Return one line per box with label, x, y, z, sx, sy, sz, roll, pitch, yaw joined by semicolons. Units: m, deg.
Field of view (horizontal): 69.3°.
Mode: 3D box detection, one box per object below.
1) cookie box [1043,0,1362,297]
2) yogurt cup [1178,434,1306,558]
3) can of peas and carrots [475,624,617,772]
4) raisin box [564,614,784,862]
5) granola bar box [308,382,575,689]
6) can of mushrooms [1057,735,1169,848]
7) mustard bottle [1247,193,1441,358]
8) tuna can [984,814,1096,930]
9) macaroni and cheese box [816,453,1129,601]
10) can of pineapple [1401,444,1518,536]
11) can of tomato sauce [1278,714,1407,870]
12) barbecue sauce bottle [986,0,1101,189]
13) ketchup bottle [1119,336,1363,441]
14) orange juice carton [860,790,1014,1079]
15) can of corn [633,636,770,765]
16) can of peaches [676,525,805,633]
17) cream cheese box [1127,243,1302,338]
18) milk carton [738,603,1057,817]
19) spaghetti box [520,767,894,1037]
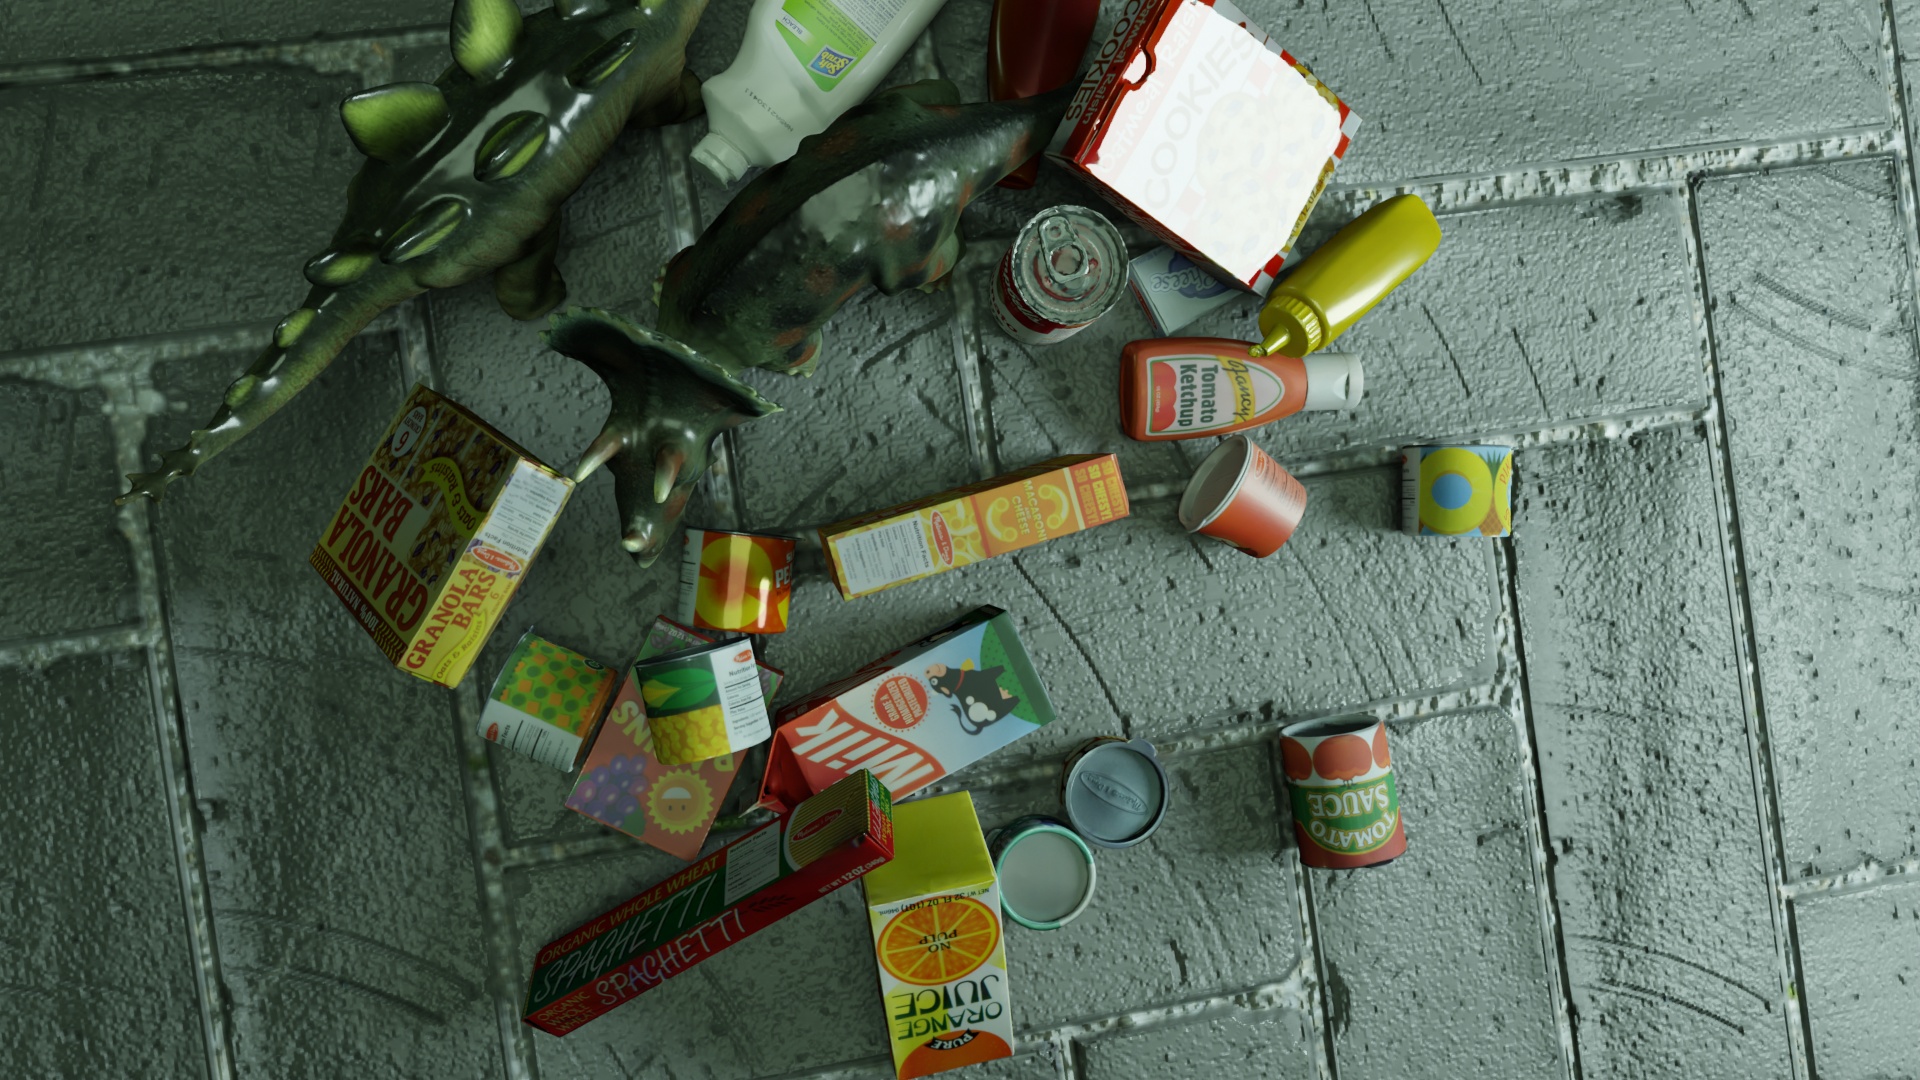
cookie box;0.144;-0.234;0.804;0.167;0.040;0.123;25;96;-36
yogurt cup;0.178;-0.025;0.868;0.054;0.072;0.072;31;86;-14
can of peas and carrots;-0.240;0.093;0.813;0.059;0.071;0.071;25;87;-7
raisin box;-0.171;0.118;0.834;0.086;0.040;0.123;26;85;-7
granola bar box;-0.288;-0.008;0.763;0.039;0.166;0.124;33;86;-43
can of mushrooms;0.097;0.155;0.871;0.071;0.033;0.071;0;90;-7
mustard bottle;0.229;-0.154;0.859;0.161;0.065;0.049;-40;97;-22
tuna can;0.048;0.205;0.864;0.071;0.033;0.071;0;90;-8
macaroni and cheese box;0.003;-0.010;0.814;0.167;0.124;0.040;-16;95;-7
can of pineapple;0.317;-0.031;0.883;0.071;0.071;0.058;0;91;-7
can of tomato sauce;0.239;0.157;0.870;0.071;0.071;0.083;-10;91;-7
barbecue sauce bottle;0.045;-0.295;0.861;0.065;0.043;0.148;13;89;-6
ketchup bottle;0.176;-0.098;0.876;0.149;0.044;0.064;-4;109;-8
orange juice carton;-0.014;0.247;0.815;0.072;0.073;0.191;-10;123;-8
can of corn;-0.147;0.091;0.785;0.071;0.071;0.058;-13;92;-7
can of peaches;-0.131;0.023;0.826;0.071;0.071;0.058;7;90;-7
cream cheese box;0.160;-0.176;0.885;0.104;0.024;0.053;-30;95;-6
milk carton;-0.046;0.113;0.833;0.191;0.072;0.073;-26;94;-6
spaghetti box;-0.145;0.207;0.785;0.249;0.050;0.028;-31;123;16
